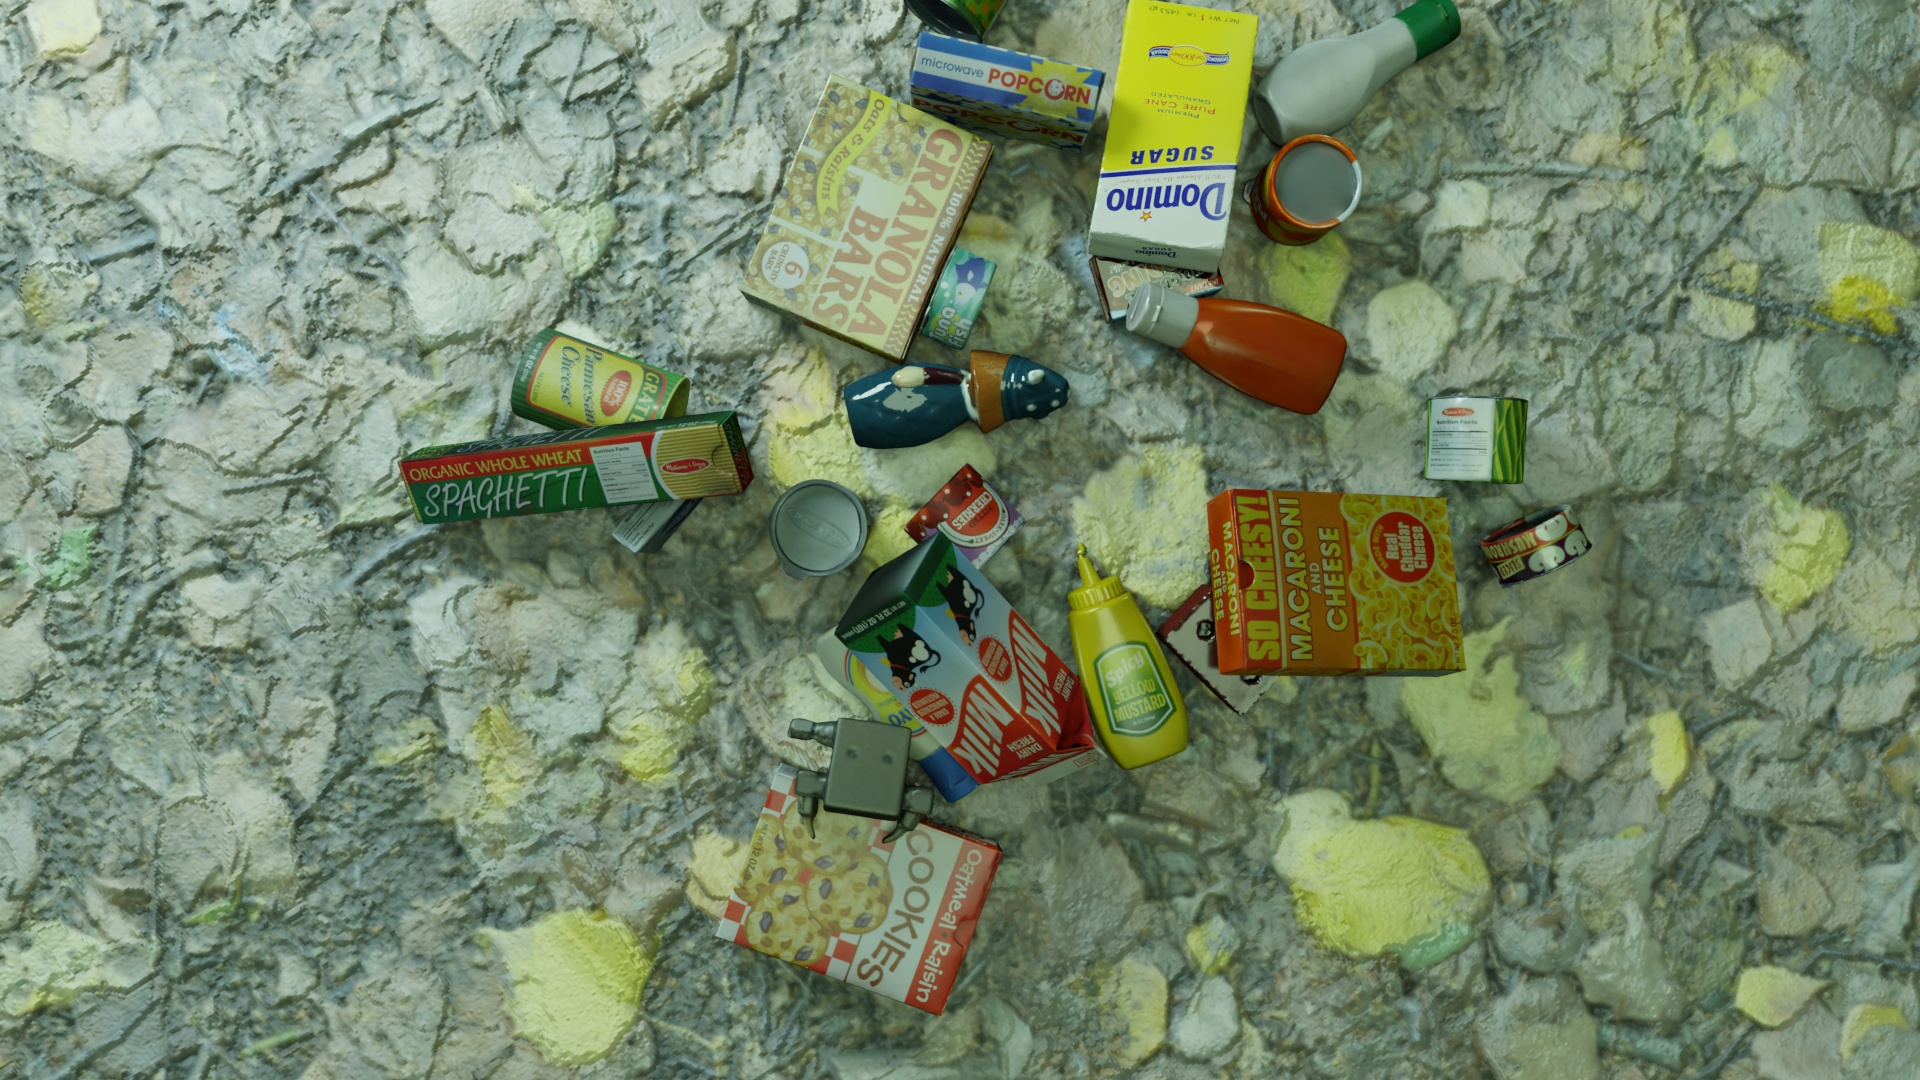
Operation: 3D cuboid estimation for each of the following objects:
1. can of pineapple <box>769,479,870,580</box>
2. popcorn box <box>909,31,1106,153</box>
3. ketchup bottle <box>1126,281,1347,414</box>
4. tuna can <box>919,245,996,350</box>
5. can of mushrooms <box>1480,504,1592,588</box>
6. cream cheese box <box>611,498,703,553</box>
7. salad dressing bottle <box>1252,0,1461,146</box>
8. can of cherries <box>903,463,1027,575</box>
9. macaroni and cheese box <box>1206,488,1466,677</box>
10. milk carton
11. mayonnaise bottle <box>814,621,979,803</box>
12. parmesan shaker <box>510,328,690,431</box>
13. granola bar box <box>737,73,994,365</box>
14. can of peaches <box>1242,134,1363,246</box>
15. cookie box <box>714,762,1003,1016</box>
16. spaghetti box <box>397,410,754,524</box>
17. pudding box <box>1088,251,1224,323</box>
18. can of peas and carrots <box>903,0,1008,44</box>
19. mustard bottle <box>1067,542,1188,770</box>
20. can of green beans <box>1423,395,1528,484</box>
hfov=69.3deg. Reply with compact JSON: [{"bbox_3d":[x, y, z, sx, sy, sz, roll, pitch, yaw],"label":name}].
[{"bbox_3d":[-0.098,-0.008,0.961,0.071,0.058,0.071,0,91,-1],"label":"can of pineapple"},{"bbox_3d":[0.029,-0.305,0.948,0.127,0.085,0.038,12,92,-2],"label":"popcorn box"},{"bbox_3d":[0.189,-0.138,0.958,0.149,0.043,0.064,17,103,-14],"label":"ketchup bottle"},{"bbox_3d":[-0.002,-0.165,0.956,0.033,0.071,0.071,22,90,-2],"label":"tuna can"},{"bbox_3d":[0.399,0.004,0.967,0.071,0.071,0.033,-27,91,-1],"label":"can of mushrooms"},{"bbox_3d":[-0.193,-0.035,0.962,0.024,0.053,0.104,41,90,0],"label":"cream cheese box"},{"bbox_3d":[0.279,-0.332,0.975,0.148,0.044,0.064,-30,86,-2],"label":"salad dressing bottle"},{"bbox_3d":[0.003,-0.012,0.957,0.071,0.071,0.058,-45,91,0],"label":"can of cherries"},{"bbox_3d":[0.256,0.030,0.946,0.167,0.040,0.124,2,75,-16],"label":"macaroni and cheese box"},{"bbox_3d":[0.014,0.093,0.934,0.072,0.074,0.190,-30,109,36],"label":"milk carton"},{"bbox_3d":[-0.037,0.114,0.972,0.065,0.041,0.148,-36,91,1],"label":"mayonnaise bottle"},{"bbox_3d":[-0.247,-0.096,0.953,0.103,0.071,0.071,20,90,-1],"label":"parmesan shaker"},{"bbox_3d":[-0.065,-0.223,0.970,0.124,0.039,0.165,23,90,-2],"label":"granola bar box"},{"bbox_3d":[0.238,-0.243,0.967,0.071,0.058,0.071,0,91,-2],"label":"can of peaches"},{"bbox_3d":[-0.070,0.244,0.973,0.167,0.040,0.123,20,89,-1],"label":"cookie box"},{"bbox_3d":[-0.260,-0.047,0.927,0.250,0.029,0.050,-5,113,18],"label":"spaghetti box"},{"bbox_3d":[0.138,-0.187,0.979,0.084,0.030,0.049,-15,92,-1],"label":"pudding box"},{"bbox_3d":[0.000,-0.384,0.955,0.071,0.071,0.058,31,89,-1],"label":"can of peas and carrots"},{"bbox_3d":[0.108,0.078,0.971,0.065,0.049,0.160,-21,91,-2],"label":"mustard bottle"},{"bbox_3d":[0.359,-0.069,0.967,0.071,0.071,0.057,3,92,-1],"label":"can of green beans"}]
